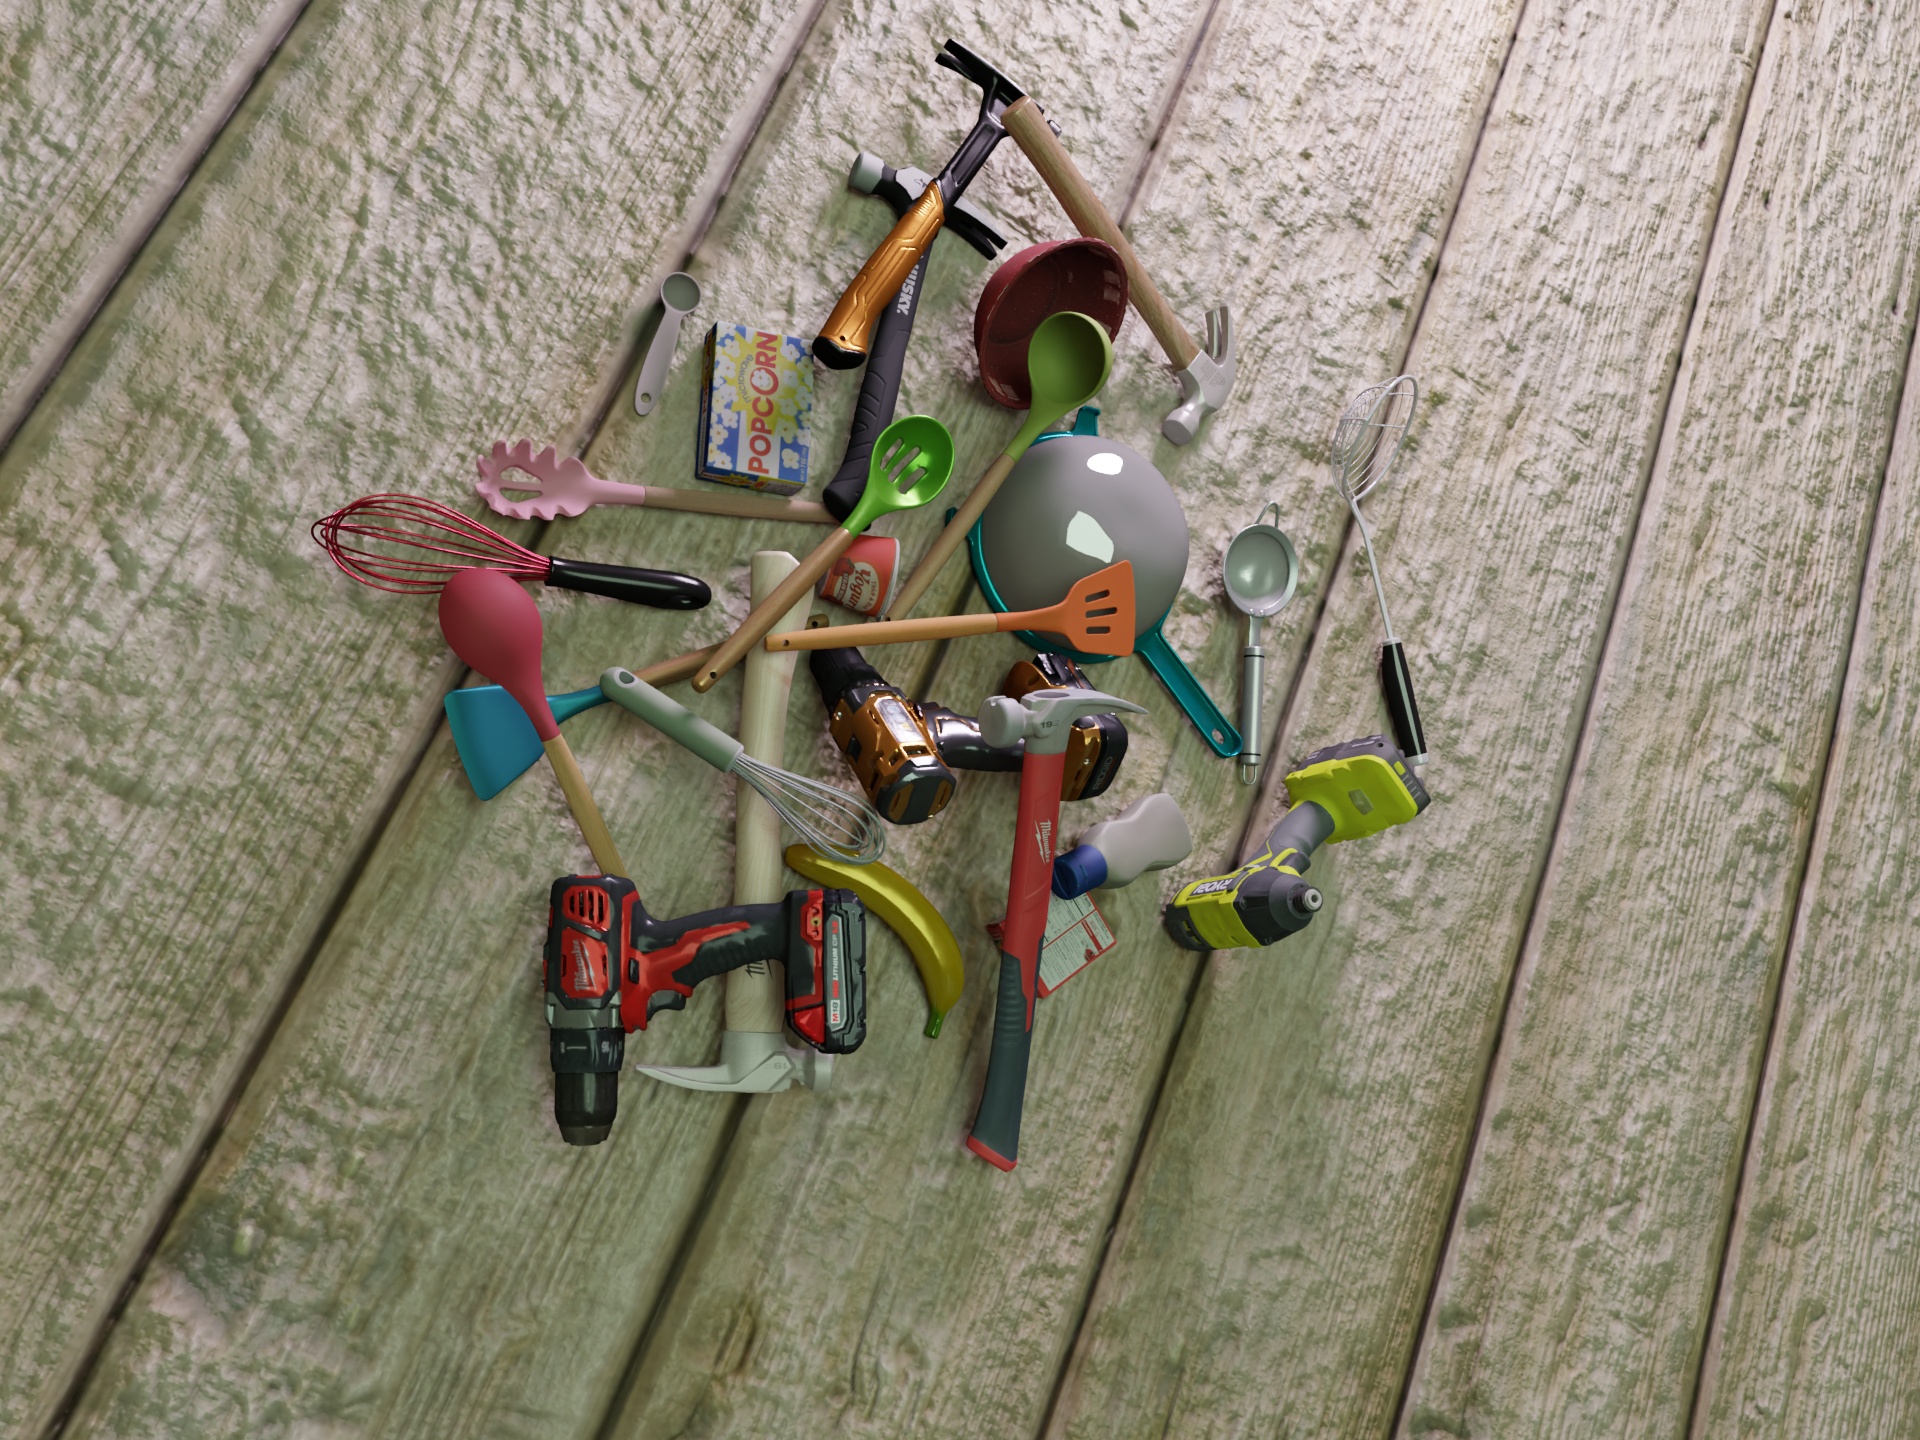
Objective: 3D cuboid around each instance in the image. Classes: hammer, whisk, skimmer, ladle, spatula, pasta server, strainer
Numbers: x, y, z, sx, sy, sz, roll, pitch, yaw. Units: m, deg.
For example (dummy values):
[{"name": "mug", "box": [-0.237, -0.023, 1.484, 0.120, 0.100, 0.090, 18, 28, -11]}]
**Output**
[{"name": "hammer", "box": [0.061, 0.166, 1.236, 0.143, 0.038, 0.386, -4, 107, -36]}, {"name": "whisk", "box": [-0.161, 0.034, 1.178, 0.246, 0.059, 0.058, 33, 37, -2]}, {"name": "hammer", "box": [-0.163, 0.073, 1.211, 0.146, 0.038, 0.411, 4, 81, -12]}, {"name": "hammer", "box": [0.145, -0.413, 1.425, 0.331, 0.031, 0.130, 49, 62, -25]}, {"name": "skimmer", "box": [0.424, -0.140, 1.510, 0.127, 0.090, 0.363, -8, 86, -57]}, {"name": "hammer", "box": [-0.054, -0.313, 1.343, 0.146, 0.035, 0.335, 19, 70, -20]}, {"name": "hammer", "box": [-0.037, -0.428, 1.341, 0.127, 0.034, 0.337, 36, 65, -14]}, {"name": "ladle", "box": [-0.287, 0.036, 1.151, 0.069, 0.031, 0.315, -31, 109, -31]}, {"name": "ladle", "box": [0.022, -0.202, 1.317, 0.078, 0.062, 0.320, 31, 80, 26]}, {"name": "spatula", "box": [-0.234, -0.030, 1.213, 0.317, 0.044, 0.082, -21, 100, -28]}, {"name": "pasta server", "box": [-0.221, -0.175, 1.250, 0.316, 0.040, 0.060, 2, 88, -26]}, {"name": "strainer", "box": [0.266, -0.070, 1.454, 0.086, 0.050, 0.258, 6, 84, -28]}, {"name": "strainer", "box": [0.158, -0.110, 1.380, 0.211, 0.095, 0.340, -40, 97, -25]}, {"name": "spatula", "box": [0.001, -0.076, 1.263, 0.322, 0.041, 0.081, -6, 101, -19]}, {"name": "whisk", "box": [-0.325, -0.114, 1.181, 0.295, 0.073, 0.073, 8, 77, -29]}]

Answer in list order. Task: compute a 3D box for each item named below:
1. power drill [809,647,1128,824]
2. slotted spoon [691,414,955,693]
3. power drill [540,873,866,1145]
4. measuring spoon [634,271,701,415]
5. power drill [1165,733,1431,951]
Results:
[{"name": "power drill", "box": [-0.002, -0.004, 1.274, 0.226, 0.084, 0.186, -5, 43, -32]}, {"name": "slotted spoon", "box": [-0.106, -0.130, 1.232, 0.070, 0.031, 0.314, 52, 58, -22]}, {"name": "power drill", "box": [-0.183, 0.203, 1.131, 0.226, 0.080, 0.188, 1, 81, -9]}, {"name": "measuring spoon", "box": [-0.240, -0.301, 1.279, 0.034, 0.018, 0.124, 20, 80, -22]}, {"name": "power drill", "box": [0.296, 0.110, 1.364, 0.223, 0.171, 0.080, -40, 98, -28]}]
